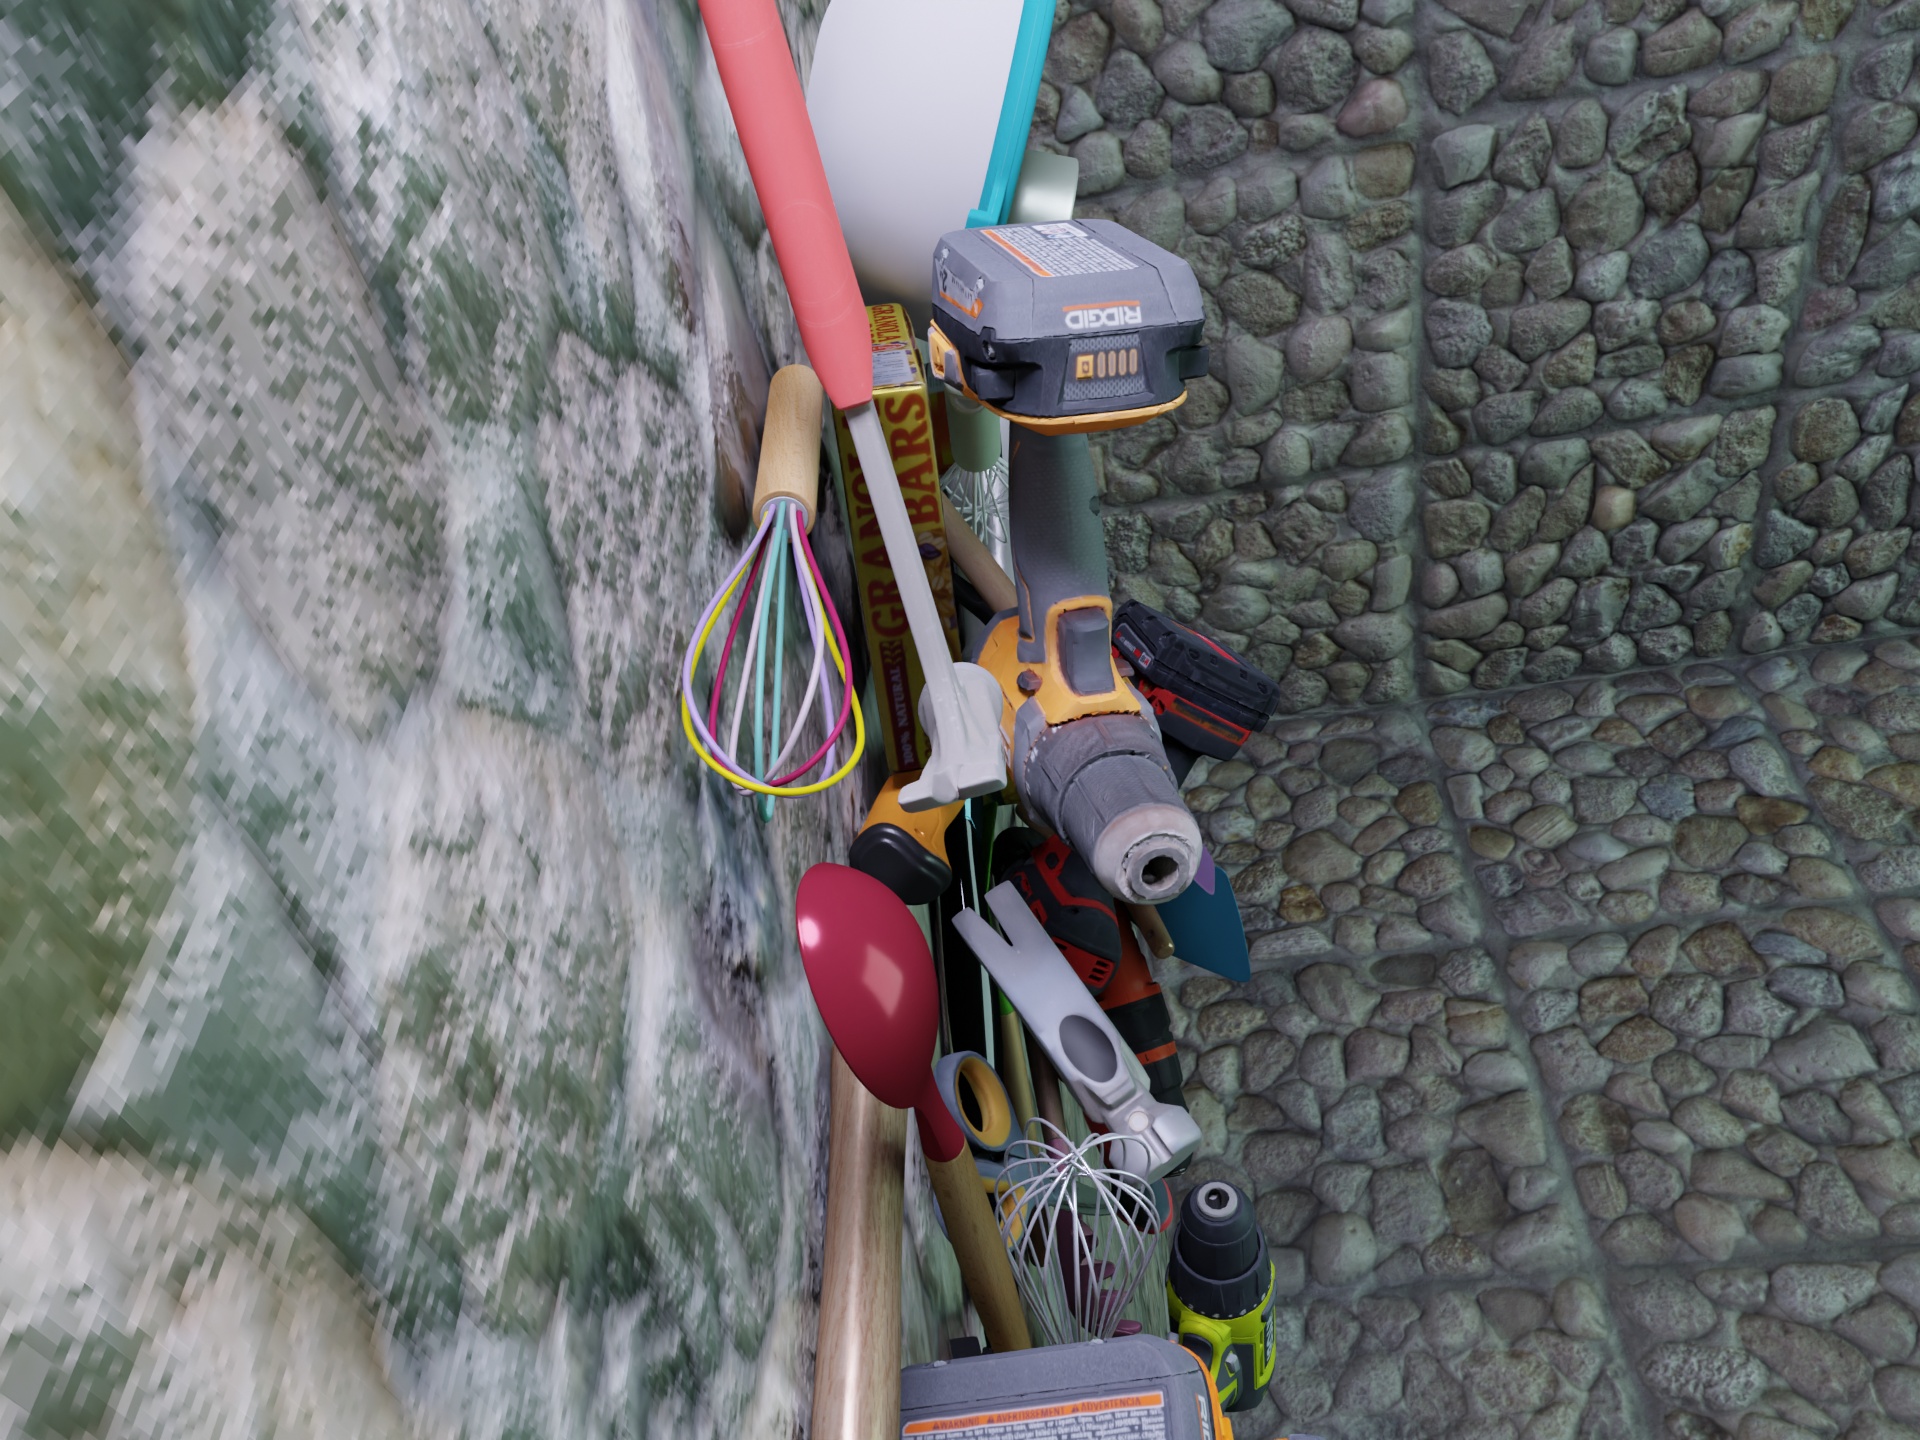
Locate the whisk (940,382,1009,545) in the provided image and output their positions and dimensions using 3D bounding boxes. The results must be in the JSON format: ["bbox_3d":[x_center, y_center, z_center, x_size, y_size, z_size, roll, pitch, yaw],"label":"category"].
[{"bbox_3d":[0.009,-0.136,0.808,0.246,0.058,0.059,76,23,-82],"label":"whisk"}]

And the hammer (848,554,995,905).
[{"bbox_3d":[-0.001,-0.003,0.787,0.127,0.034,0.337,45,22,-6],"label":"hammer"}]

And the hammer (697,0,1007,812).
[{"bbox_3d":[-0.048,-0.149,0.511,0.149,0.036,0.359,-74,148,-81],"label":"hammer"}]

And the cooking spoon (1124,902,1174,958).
[{"bbox_3d":[0.079,0.044,1.097,0.017,0.068,0.319,26,26,-37],"label":"cooking spoon"}]

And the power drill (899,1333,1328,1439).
[{"bbox_3d":[0.052,0.306,0.618,0.226,0.164,0.084,52,29,-50],"label":"power drill"}]

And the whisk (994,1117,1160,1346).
[{"bbox_3d":[0.051,0.267,0.680,0.070,0.070,0.284,-89,175,-50],"label":"whisk"}]

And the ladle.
[{"bbox_3d":[-0.002,0.159,0.541,0.069,0.031,0.315,-91,171,-46],"label":"ladle"}]

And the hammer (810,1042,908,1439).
[{"bbox_3d":[-0.030,0.235,0.453,0.332,0.031,0.129,-90,169,-46],"label":"hammer"}]

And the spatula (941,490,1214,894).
[{"bbox_3d":[0.048,-0.030,0.846,0.315,0.018,0.060,52,22,-13],"label":"spatula"}]

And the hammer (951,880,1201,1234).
[{"bbox_3d":[0.074,0.206,0.840,0.143,0.038,0.386,53,-8,26],"label":"hammer"}]

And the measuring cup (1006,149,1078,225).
[{"bbox_3d":[0.019,-0.213,0.815,0.167,0.038,0.083,112,-12,-47],"label":"measuring cup"}]

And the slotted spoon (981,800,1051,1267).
[{"bbox_3d":[0.028,0.195,0.942,0.070,0.031,0.313,-84,166,-69],"label":"slotted spoon"}]

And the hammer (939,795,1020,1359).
[{"bbox_3d":[0.011,0.191,0.799,0.128,0.033,0.331,63,20,-70],"label":"hammer"}]

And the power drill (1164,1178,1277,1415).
[{"bbox_3d":[0.120,0.385,0.882,0.229,0.080,0.190,-57,148,-41],"label":"power drill"}]

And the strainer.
[{"bbox_3d":[-0.033,-0.267,0.781,0.340,0.095,0.211,146,-45,-78],"label":"strainer"}]

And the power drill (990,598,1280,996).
[{"bbox_3d":[0.089,0.044,0.988,0.226,0.080,0.188,-62,-163,11],"label":"power drill"}]

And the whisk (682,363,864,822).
[{"bbox_3d":[-0.056,-0.054,0.527,0.245,0.047,0.051,-93,170,-52],"label":"whisk"}]

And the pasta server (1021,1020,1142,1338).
[{"bbox_3d":[0.065,0.245,1.026,0.060,0.040,0.317,65,12,-51],"label":"pasta server"}]

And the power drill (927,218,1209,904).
[{"bbox_3d":[0.045,-0.057,0.594,0.186,0.084,0.226,-115,-160,-61],"label":"power drill"}]

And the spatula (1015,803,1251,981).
[{"bbox_3d":[0.107,0.102,1.133,0.318,0.044,0.082,-145,-143,-68],"label":"spatula"}]
